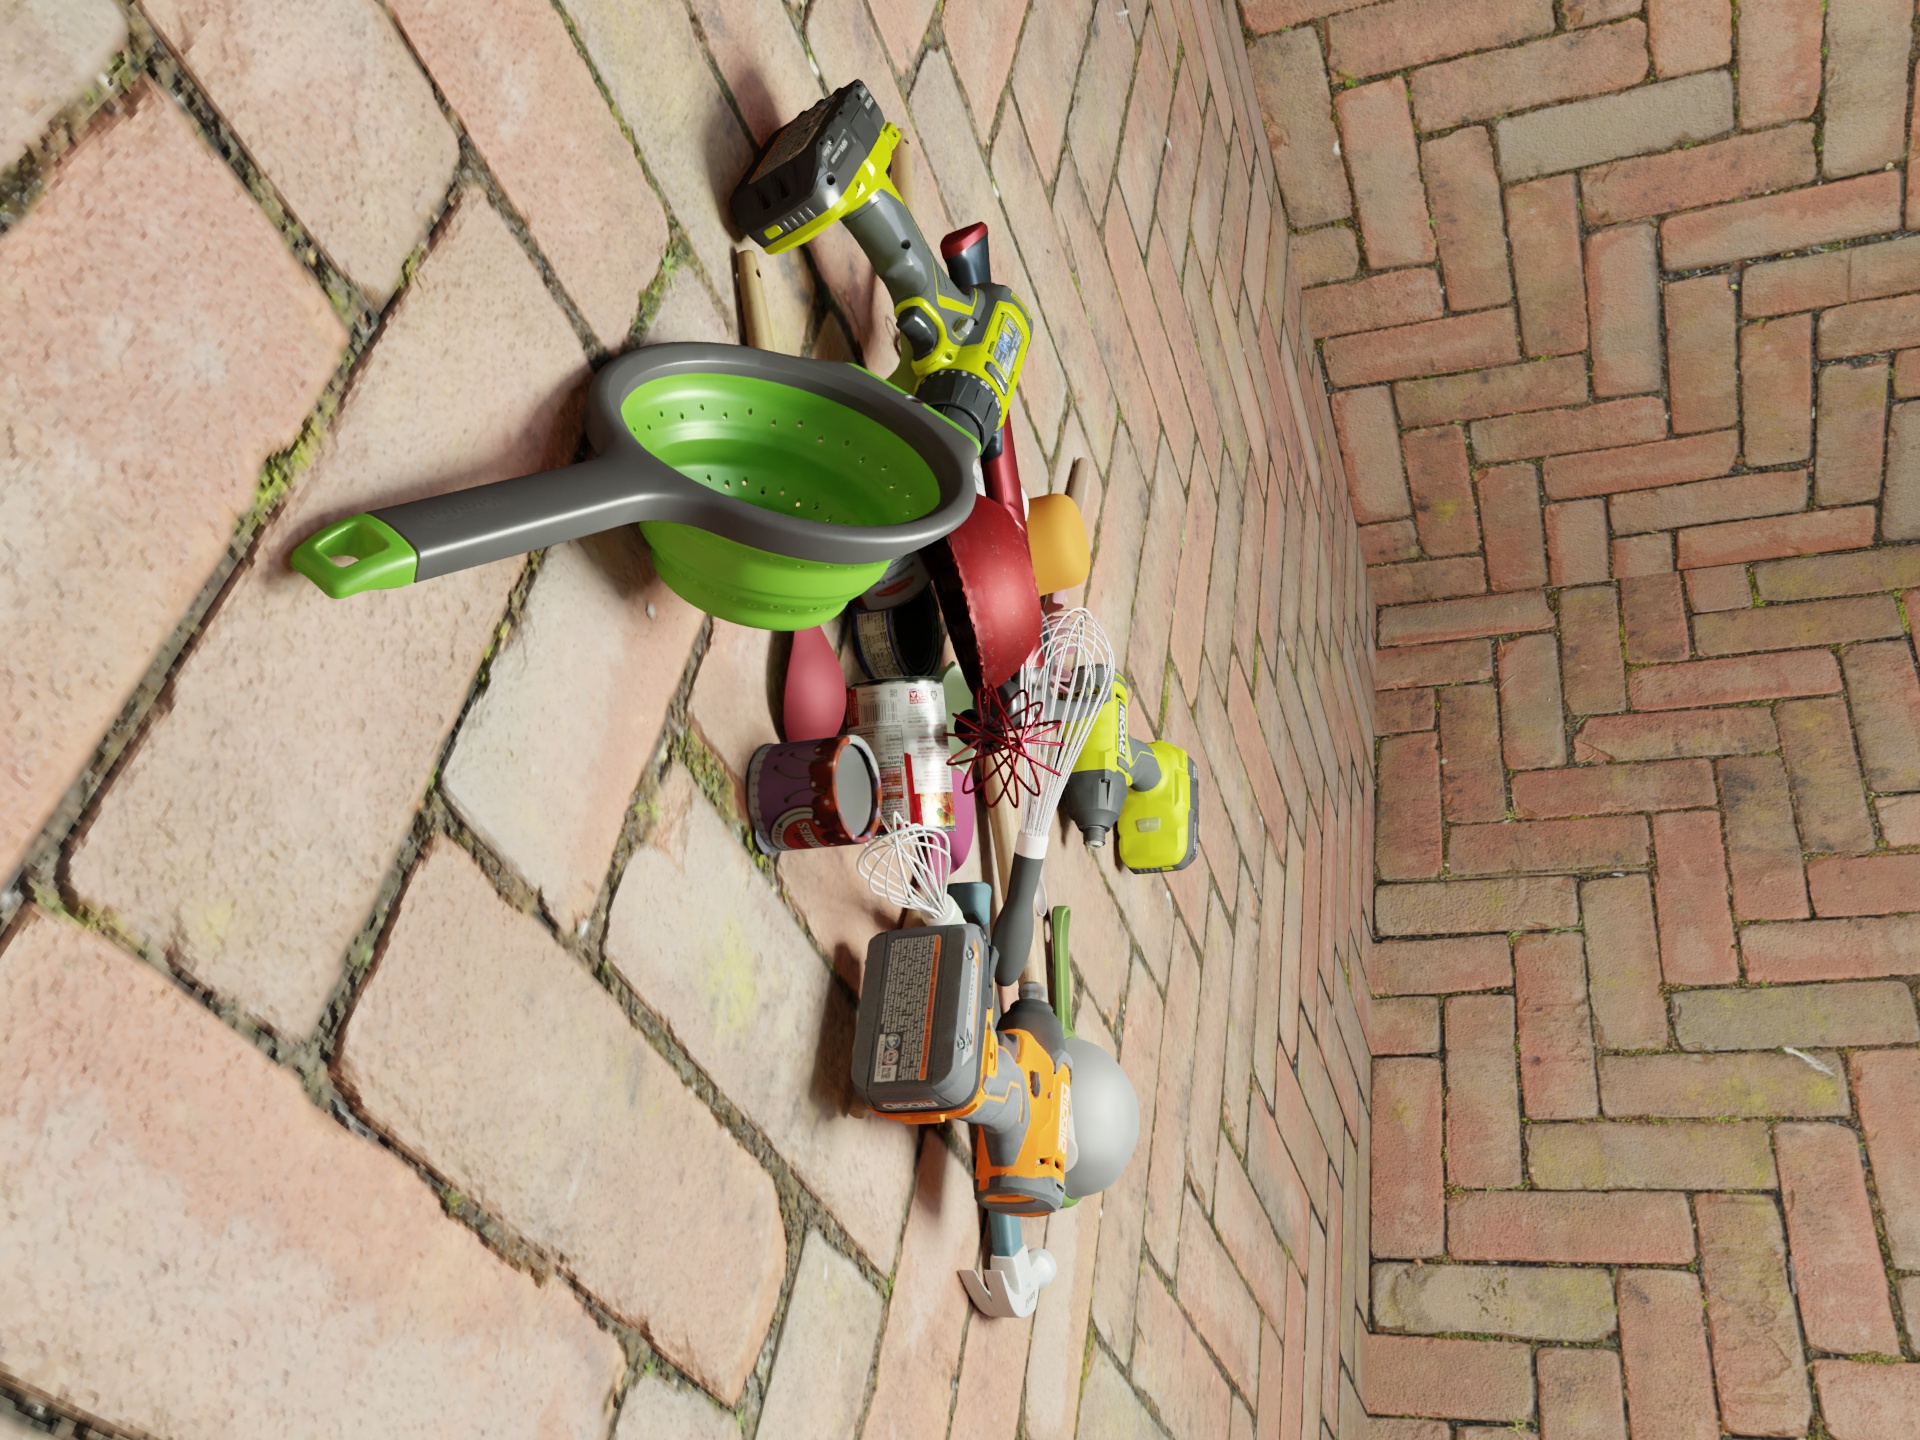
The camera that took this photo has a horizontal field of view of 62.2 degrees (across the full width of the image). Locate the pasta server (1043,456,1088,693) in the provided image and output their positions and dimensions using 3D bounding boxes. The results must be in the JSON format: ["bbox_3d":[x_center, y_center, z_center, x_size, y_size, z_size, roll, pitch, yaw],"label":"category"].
[{"bbox_3d":[0.103,-0.147,1.499,0.060,0.040,0.316,94,7,-47],"label":"pasta server"}]

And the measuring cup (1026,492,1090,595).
[{"bbox_3d":[0.085,-0.123,1.394,0.095,0.052,0.174,56,26,-52],"label":"measuring cup"}]

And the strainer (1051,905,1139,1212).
[{"bbox_3d":[0.114,0.288,1.368,0.151,0.069,0.256,12,75,-67],"label":"strainer"}]

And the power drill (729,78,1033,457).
[{"bbox_3d":[-0.042,-0.275,1.032,0.228,0.080,0.191,50,38,-30],"label":"power drill"}]

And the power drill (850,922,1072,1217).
[{"bbox_3d":[0.014,0.219,1.062,0.226,0.084,0.164,54,35,-49],"label":"power drill"}]

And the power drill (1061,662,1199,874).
[{"bbox_3d":[0.160,0.064,1.539,0.223,0.080,0.171,39,48,-56],"label":"power drill"}]

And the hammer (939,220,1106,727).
[{"bbox_3d":[0.040,-0.187,1.220,0.143,0.038,0.386,-3,85,-55],"label":"hammer"}]

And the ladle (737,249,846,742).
[{"bbox_3d":[-0.108,-0.132,0.984,0.069,0.031,0.315,-15,97,-68],"label":"ladle"}]

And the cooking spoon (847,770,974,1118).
[{"bbox_3d":[-0.032,0.140,1.111,0.068,0.017,0.319,62,30,-35],"label":"cooking spoon"}]

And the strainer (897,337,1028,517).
[{"bbox_3d":[0.005,-0.218,1.272,0.087,0.050,0.258,-97,161,-45],"label":"strainer"}]

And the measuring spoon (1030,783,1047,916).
[{"bbox_3d":[0.059,0.110,1.360,0.034,0.018,0.124,52,31,-53],"label":"measuring spoon"}]

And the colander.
[{"bbox_3d":[-0.148,-0.089,0.778,0.397,0.205,0.094,-28,146,-50],"label":"colander"}]

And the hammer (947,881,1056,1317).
[{"bbox_3d":[0.023,0.283,1.194,0.128,0.033,0.331,-8,92,-69],"label":"hammer"}]

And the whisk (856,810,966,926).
[{"bbox_3d":[-0.016,0.122,1.052,0.246,0.059,0.058,64,4,-61],"label":"whisk"}]

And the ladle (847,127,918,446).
[{"bbox_3d":[-0.047,-0.309,1.169,0.078,0.062,0.320,19,56,-37],"label":"ladle"}]

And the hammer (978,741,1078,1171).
[{"bbox_3d":[0.052,0.180,1.262,0.130,0.031,0.331,50,31,-85],"label":"hammer"}]

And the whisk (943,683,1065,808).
[{"bbox_3d":[0.019,0.012,1.002,0.296,0.073,0.073,-149,-128,-85],"label":"whisk"}]

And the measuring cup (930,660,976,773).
[{"bbox_3d":[-0.002,-0.004,1.200,0.167,0.038,0.083,-13,96,-70],"label":"measuring cup"}]

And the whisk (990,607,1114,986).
[{"bbox_3d":[0.058,0.058,1.142,0.070,0.070,0.284,-19,122,-68],"label":"whisk"}]
